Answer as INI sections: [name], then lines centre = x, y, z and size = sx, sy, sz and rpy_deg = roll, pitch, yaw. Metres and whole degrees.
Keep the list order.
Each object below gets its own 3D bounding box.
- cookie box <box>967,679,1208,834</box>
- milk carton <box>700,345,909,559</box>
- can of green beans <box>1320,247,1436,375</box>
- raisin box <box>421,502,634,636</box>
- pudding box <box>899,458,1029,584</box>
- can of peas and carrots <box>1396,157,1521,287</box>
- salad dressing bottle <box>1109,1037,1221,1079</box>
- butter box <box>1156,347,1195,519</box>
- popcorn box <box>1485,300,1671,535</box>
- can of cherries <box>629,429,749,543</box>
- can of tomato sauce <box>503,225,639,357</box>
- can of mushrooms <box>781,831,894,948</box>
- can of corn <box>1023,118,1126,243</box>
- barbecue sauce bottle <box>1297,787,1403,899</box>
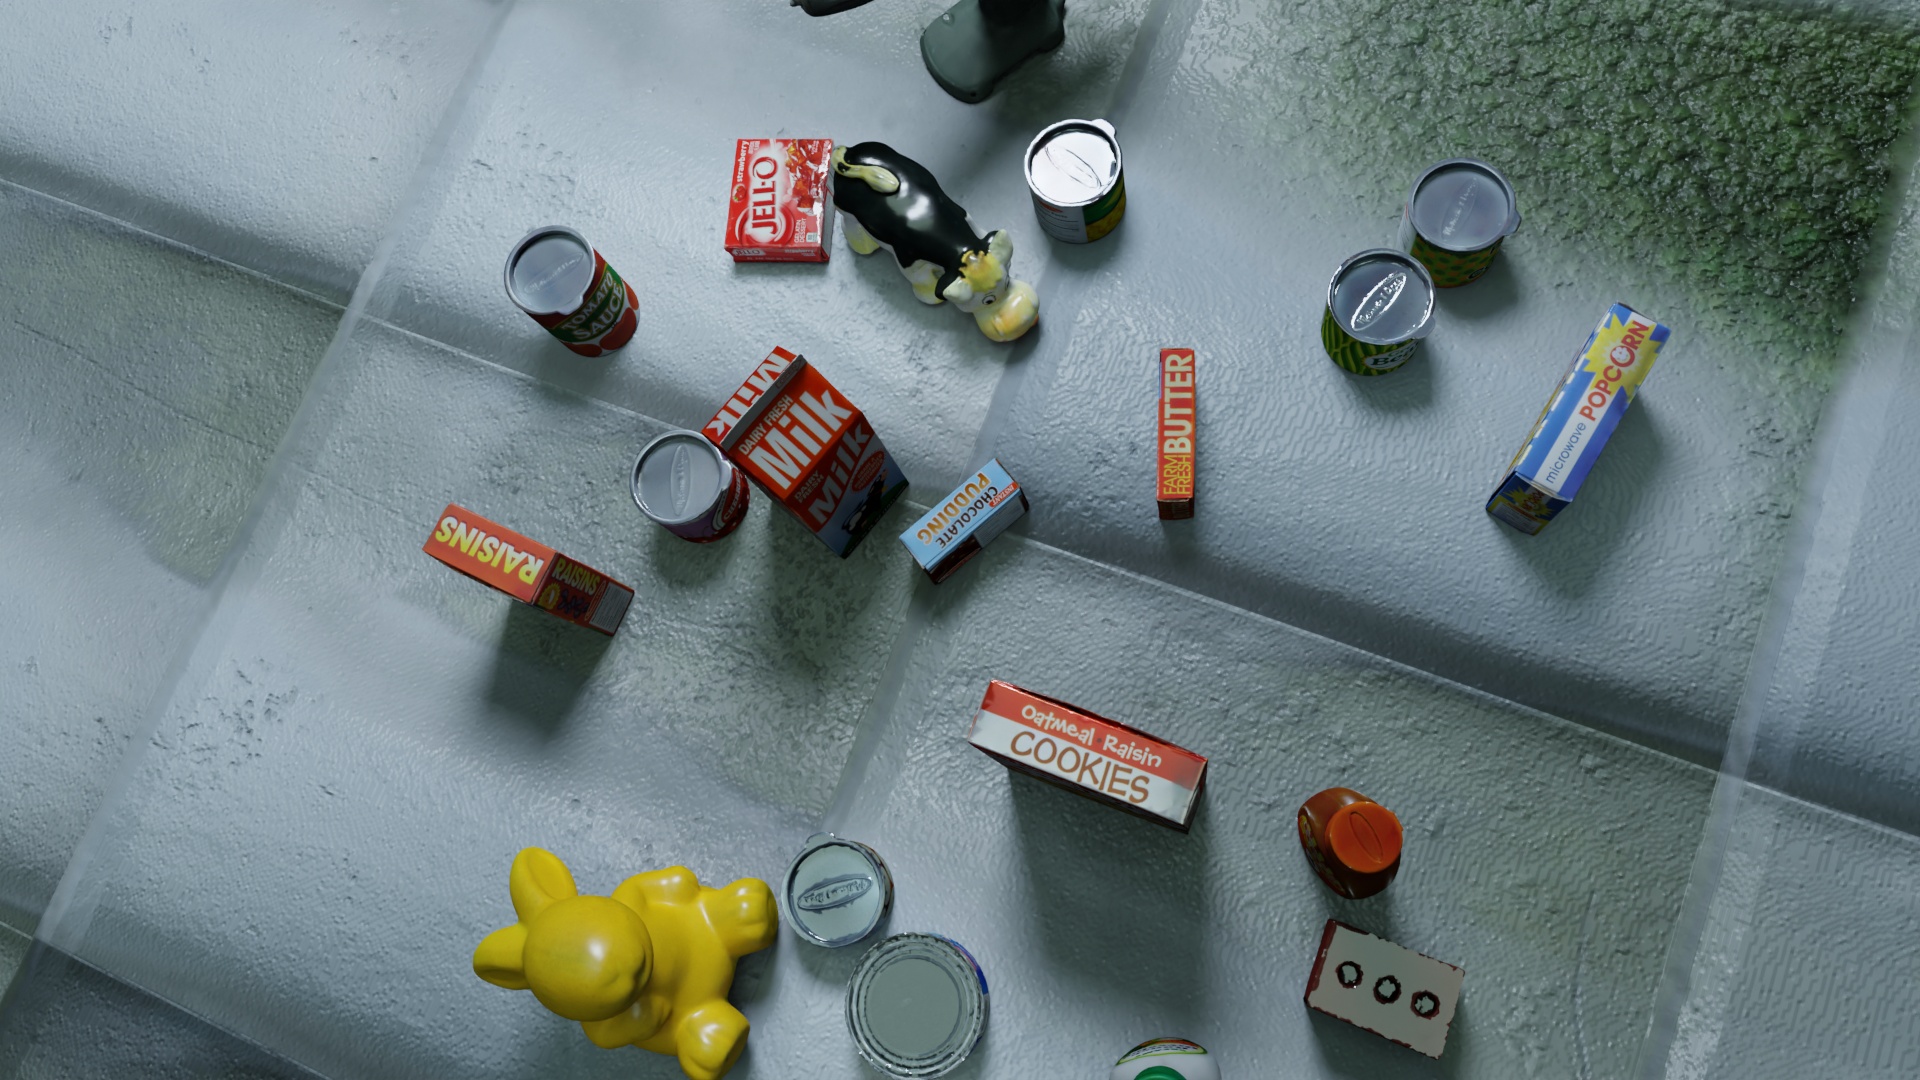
[cookie box]
centre = 0.079, 0.128, 0.803
size = 0.123, 0.167, 0.040
rpy_deg = 19, 80, 14
[milk carton]
centre = -0.098, -0.057, 0.869
size = 0.073, 0.190, 0.072
rpy_deg = 38, 85, 16
[can of green beans]
centre = 0.269, -0.147, 0.900
size = 0.071, 0.057, 0.071
rpy_deg = -2, 75, 9
[raisin box]
centre = -0.281, 0.021, 0.914
size = 0.086, 0.123, 0.040
rpy_deg = 24, 81, 14
[pudding box]
centre = 0.003, -0.011, 0.913
size = 0.084, 0.049, 0.030
rpy_deg = -40, 73, -2
[can of peas and carrots]
centre = 0.324, -0.205, 0.906
size = 0.071, 0.058, 0.071
rpy_deg = -2, 75, 9
[salad dressing bottle]
centre = 0.112, 0.303, 0.762
size = 0.064, 0.147, 0.044
rpy_deg = -9, 75, 7
[butter box]
centre = 0.141, -0.068, 0.904
size = 0.024, 0.053, 0.103
rpy_deg = 1, 76, 10
[popcorn box]
centre = 0.375, -0.072, 0.848
size = 0.038, 0.085, 0.127
rpy_deg = 31, 83, 15
[can of cherries]
centre = -0.181, -0.035, 0.946
size = 0.071, 0.058, 0.071
rpy_deg = -2, 75, 9
[can of tomato sauce]
centre = -0.272, -0.174, 0.985
size = 0.071, 0.083, 0.071
rpy_deg = -2, 76, 9
[can of mushrooms]
centre = -0.077, 0.219, 0.875
size = 0.071, 0.033, 0.071
rpy_deg = -2, 75, 9
[can of corn]
centre = 0.082, -0.248, 0.958
size = 0.071, 0.058, 0.071
rpy_deg = -2, 75, 9
[barbecue sauce bottle]
centre = 0.220, 0.168, 0.778
size = 0.043, 0.148, 0.065
rpy_deg = -27, 73, 2
